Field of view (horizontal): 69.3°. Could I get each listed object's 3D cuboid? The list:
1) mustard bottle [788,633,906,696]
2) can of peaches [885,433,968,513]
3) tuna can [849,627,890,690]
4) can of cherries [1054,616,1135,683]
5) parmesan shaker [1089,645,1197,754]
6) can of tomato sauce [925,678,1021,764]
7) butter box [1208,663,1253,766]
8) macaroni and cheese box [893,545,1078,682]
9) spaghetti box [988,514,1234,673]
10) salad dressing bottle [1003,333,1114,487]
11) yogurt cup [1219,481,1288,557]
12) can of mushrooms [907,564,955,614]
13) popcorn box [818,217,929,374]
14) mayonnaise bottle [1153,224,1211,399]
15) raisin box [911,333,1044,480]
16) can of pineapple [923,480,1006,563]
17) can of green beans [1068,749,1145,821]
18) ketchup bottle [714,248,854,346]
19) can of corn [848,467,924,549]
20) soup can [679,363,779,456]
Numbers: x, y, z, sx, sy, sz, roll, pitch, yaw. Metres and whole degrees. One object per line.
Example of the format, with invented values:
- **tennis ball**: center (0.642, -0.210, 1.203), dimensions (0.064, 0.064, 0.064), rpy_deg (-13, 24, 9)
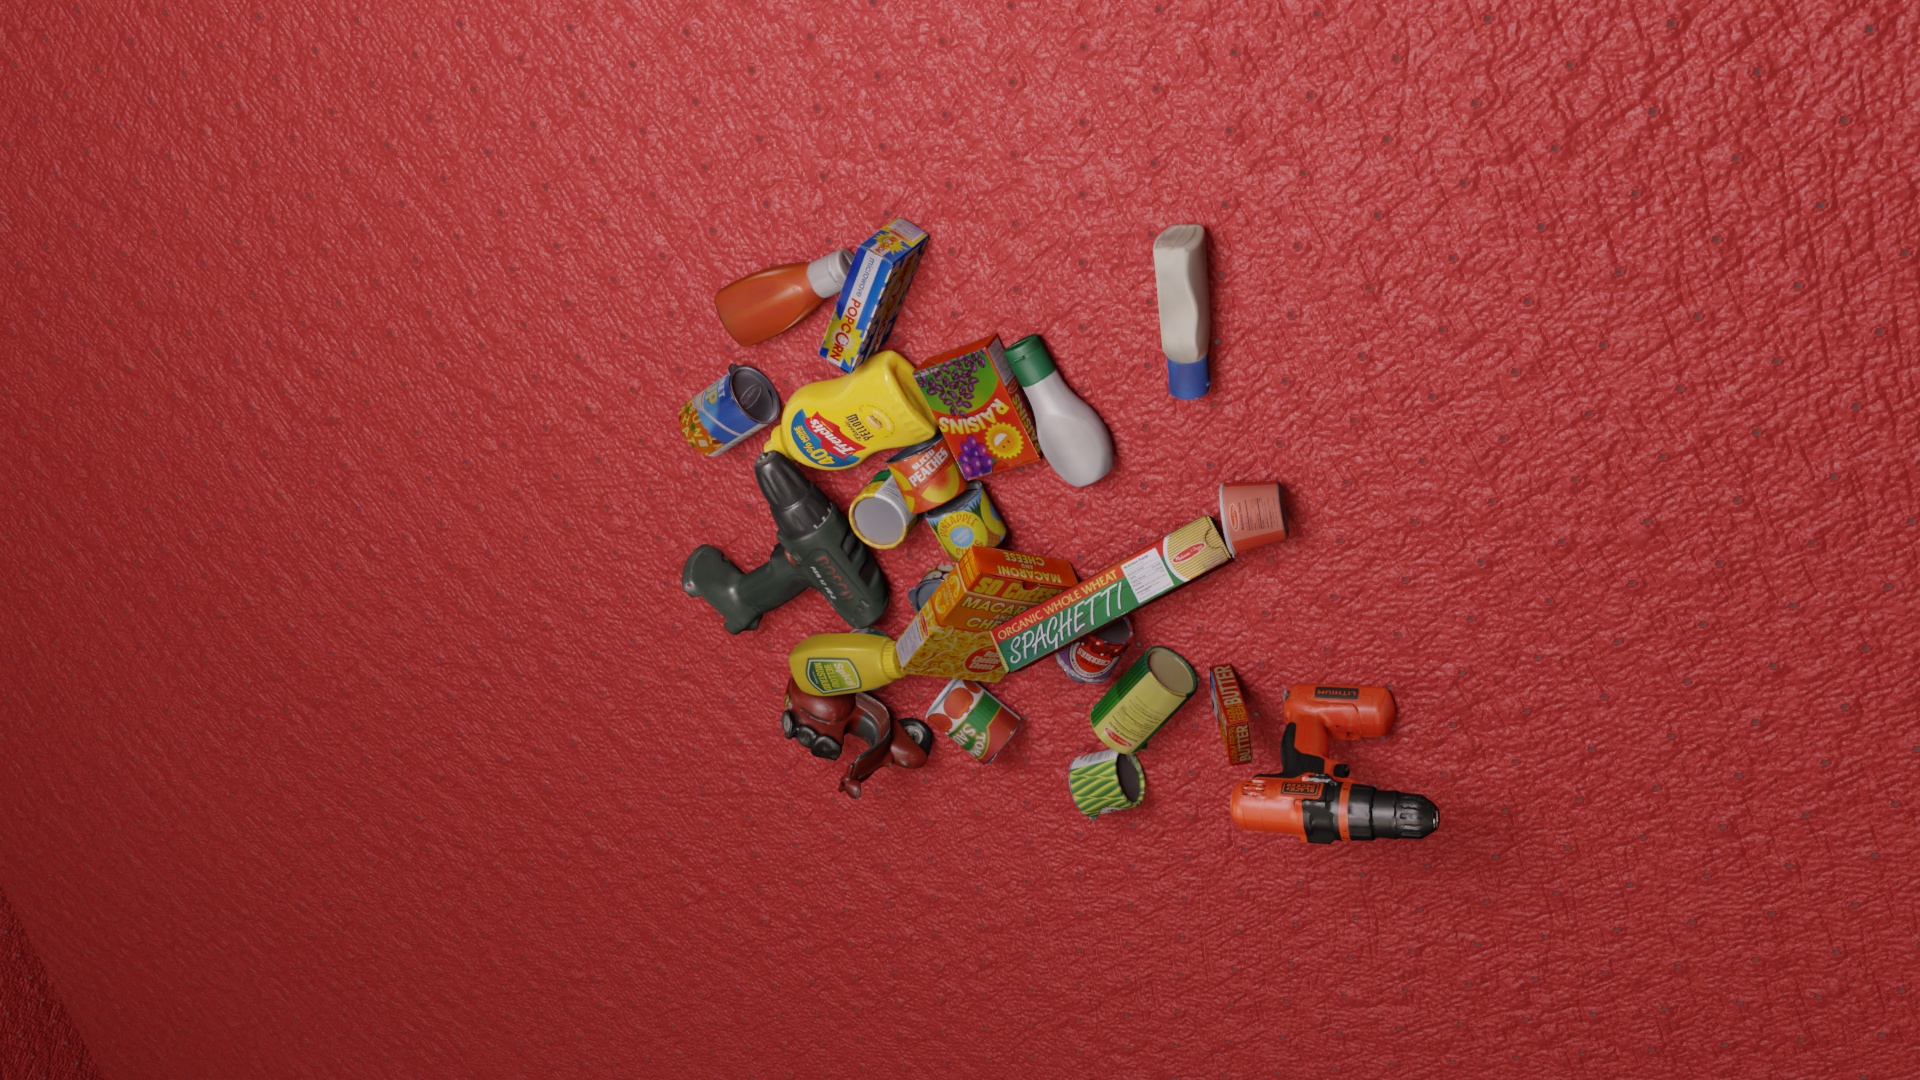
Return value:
- **mustard bottle**: center (-0.107, 0.131, 1.497), dimensions (0.160, 0.049, 0.065), rpy_deg (-8, 117, 27)
- **can of peaches**: center (-0.032, -0.066, 1.370), dimensions (0.071, 0.071, 0.058), rpy_deg (-17, 105, 31)
- **tuna can**: center (-0.103, 0.134, 1.550), dimensions (0.071, 0.033, 0.070), rpy_deg (11, 123, 17)
- **can of cherries**: center (0.135, 0.103, 1.406), dimensions (0.071, 0.072, 0.058), rpy_deg (30, 126, 4)
- **parmesan shaker**: center (0.190, 0.165, 1.424), dimensions (0.071, 0.072, 0.102), rpy_deg (36, 126, -1)
- **can of tomato sauce**: center (0.013, 0.195, 1.515), dimensions (0.083, 0.071, 0.071), rpy_deg (39, 127, -3)
- **butter box**: center (0.267, 0.171, 1.372), dimensions (0.024, 0.104, 0.053), rpy_deg (-9, 117, 4)
- **macaroni and cheese box**: center (0.026, 0.079, 1.416), dimensions (0.124, 0.040, 0.165), rpy_deg (9, 135, -32)
- **spaghetti box**: center (0.143, 0.054, 1.347), dimensions (0.249, 0.029, 0.050), rpy_deg (-29, 74, 17)
- **salad dressing bottle**: center (0.091, -0.123, 1.305), dimensions (0.064, 0.044, 0.147), rpy_deg (-21, 109, 31)
- **yogurt cup**: center (0.270, -0.024, 1.277), dimensions (0.054, 0.073, 0.072), rpy_deg (-9, 116, 18)
- **can of mushrooms**: center (-0.017, 0.060, 1.468), dimensions (0.071, 0.034, 0.070), rpy_deg (11, 124, 17)
- **popcorn box**: center (-0.080, -0.227, 1.287), dimensions (0.038, 0.085, 0.126), rpy_deg (30, 127, 5)
- **mayonnaise bottle**: center (0.194, -0.195, 1.206), dimensions (0.041, 0.065, 0.147), rpy_deg (6, 125, 23)
- **raisin box**: center (0.021, -0.126, 1.335), dimensions (0.086, 0.040, 0.123), rpy_deg (-16, 113, 29)
- **can of pineapple**: center (0.005, -0.017, 1.389), dimensions (0.071, 0.071, 0.057), rpy_deg (-18, 112, 31)
- **can of green beans**: center (0.158, 0.260, 1.495), dimensions (0.057, 0.071, 0.071), rpy_deg (-19, 111, 31)
- **ketchup bottle**: center (-0.165, -0.239, 1.342), dimensions (0.148, 0.044, 0.064), rpy_deg (-17, 113, 30)
- **can of corn**: center (-0.075, -0.031, 1.422), dimensions (0.071, 0.058, 0.070), rpy_deg (11, 123, 17)
- **soup can**: center (-0.239, -0.134, 1.423), dimensions (0.083, 0.072, 0.071), rpy_deg (-27, 107, 34)
